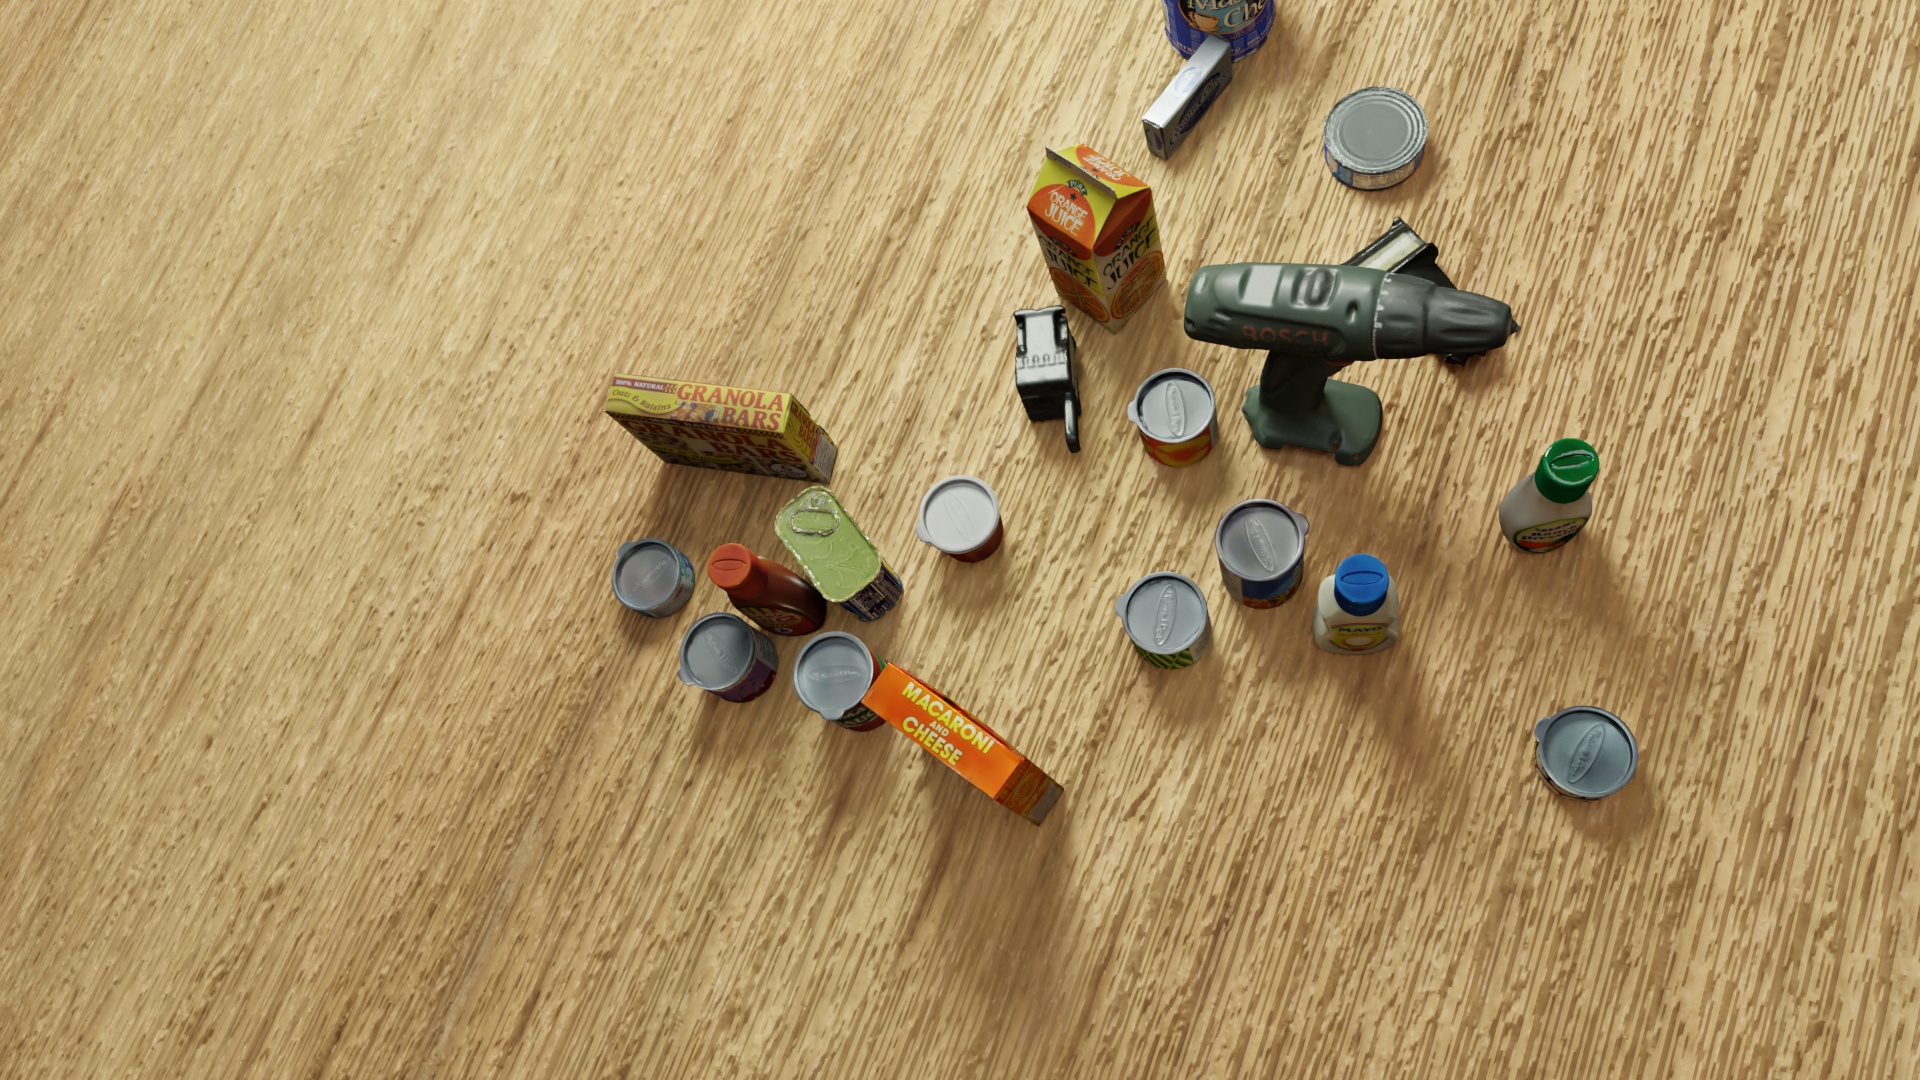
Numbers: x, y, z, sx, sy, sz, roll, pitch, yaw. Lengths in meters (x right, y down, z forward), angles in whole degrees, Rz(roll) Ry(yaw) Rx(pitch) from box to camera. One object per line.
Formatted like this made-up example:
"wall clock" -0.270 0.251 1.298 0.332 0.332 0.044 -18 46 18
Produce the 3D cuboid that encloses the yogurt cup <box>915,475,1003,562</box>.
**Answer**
"yogurt cup" 0.004 -0.015 1.160 0.072 0.054 0.072 -4 71 12

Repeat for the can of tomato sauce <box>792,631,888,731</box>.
"can of tomato sauce" -0.090 0.117 1.122 0.071 0.083 0.071 -4 71 12

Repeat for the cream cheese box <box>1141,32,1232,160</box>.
"cream cheese box" 0.204 -0.395 1.240 0.024 0.053 0.104 36 83 21

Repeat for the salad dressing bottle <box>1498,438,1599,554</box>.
"salad dressing bottle" 0.431 -0.032 1.011 0.064 0.147 0.044 -11 70 10

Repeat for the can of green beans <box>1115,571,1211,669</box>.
"can of green beans" 0.163 0.064 1.093 0.071 0.057 0.071 -4 71 12

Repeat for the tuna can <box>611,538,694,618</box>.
"tuna can" -0.271 0.032 1.222 0.071 0.032 0.071 -4 71 12

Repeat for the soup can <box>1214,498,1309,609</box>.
"soup can" 0.236 0.011 1.079 0.071 0.083 0.071 -4 71 12

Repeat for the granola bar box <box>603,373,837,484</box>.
"granola bar box" -0.203 -0.096 1.200 0.165 0.124 0.039 8 74 16

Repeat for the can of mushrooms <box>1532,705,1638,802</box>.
"can of mushrooms" 0.449 0.154 1.006 0.071 0.033 0.071 -4 71 12

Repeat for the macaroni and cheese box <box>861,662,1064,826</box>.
"macaroni and cheese box" 0.006 0.154 1.041 0.124 0.166 0.040 33 83 21

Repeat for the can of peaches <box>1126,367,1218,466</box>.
"can of peaches" 0.176 -0.100 1.145 0.071 0.058 0.071 -4 71 12

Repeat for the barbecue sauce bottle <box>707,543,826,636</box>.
"barbecue sauce bottle" -0.160 0.040 1.130 0.065 0.148 0.044 -1 72 14

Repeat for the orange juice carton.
"orange juice carton" 0.112 -0.254 1.139 0.072 0.192 0.073 40 85 22

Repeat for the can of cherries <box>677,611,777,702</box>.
"can of cherries" -0.196 0.100 1.167 0.071 0.058 0.071 -4 71 12

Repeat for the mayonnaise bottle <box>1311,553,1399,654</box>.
"mayonnaise bottle" 0.291 0.048 1.018 0.065 0.147 0.041 -3 72 13
